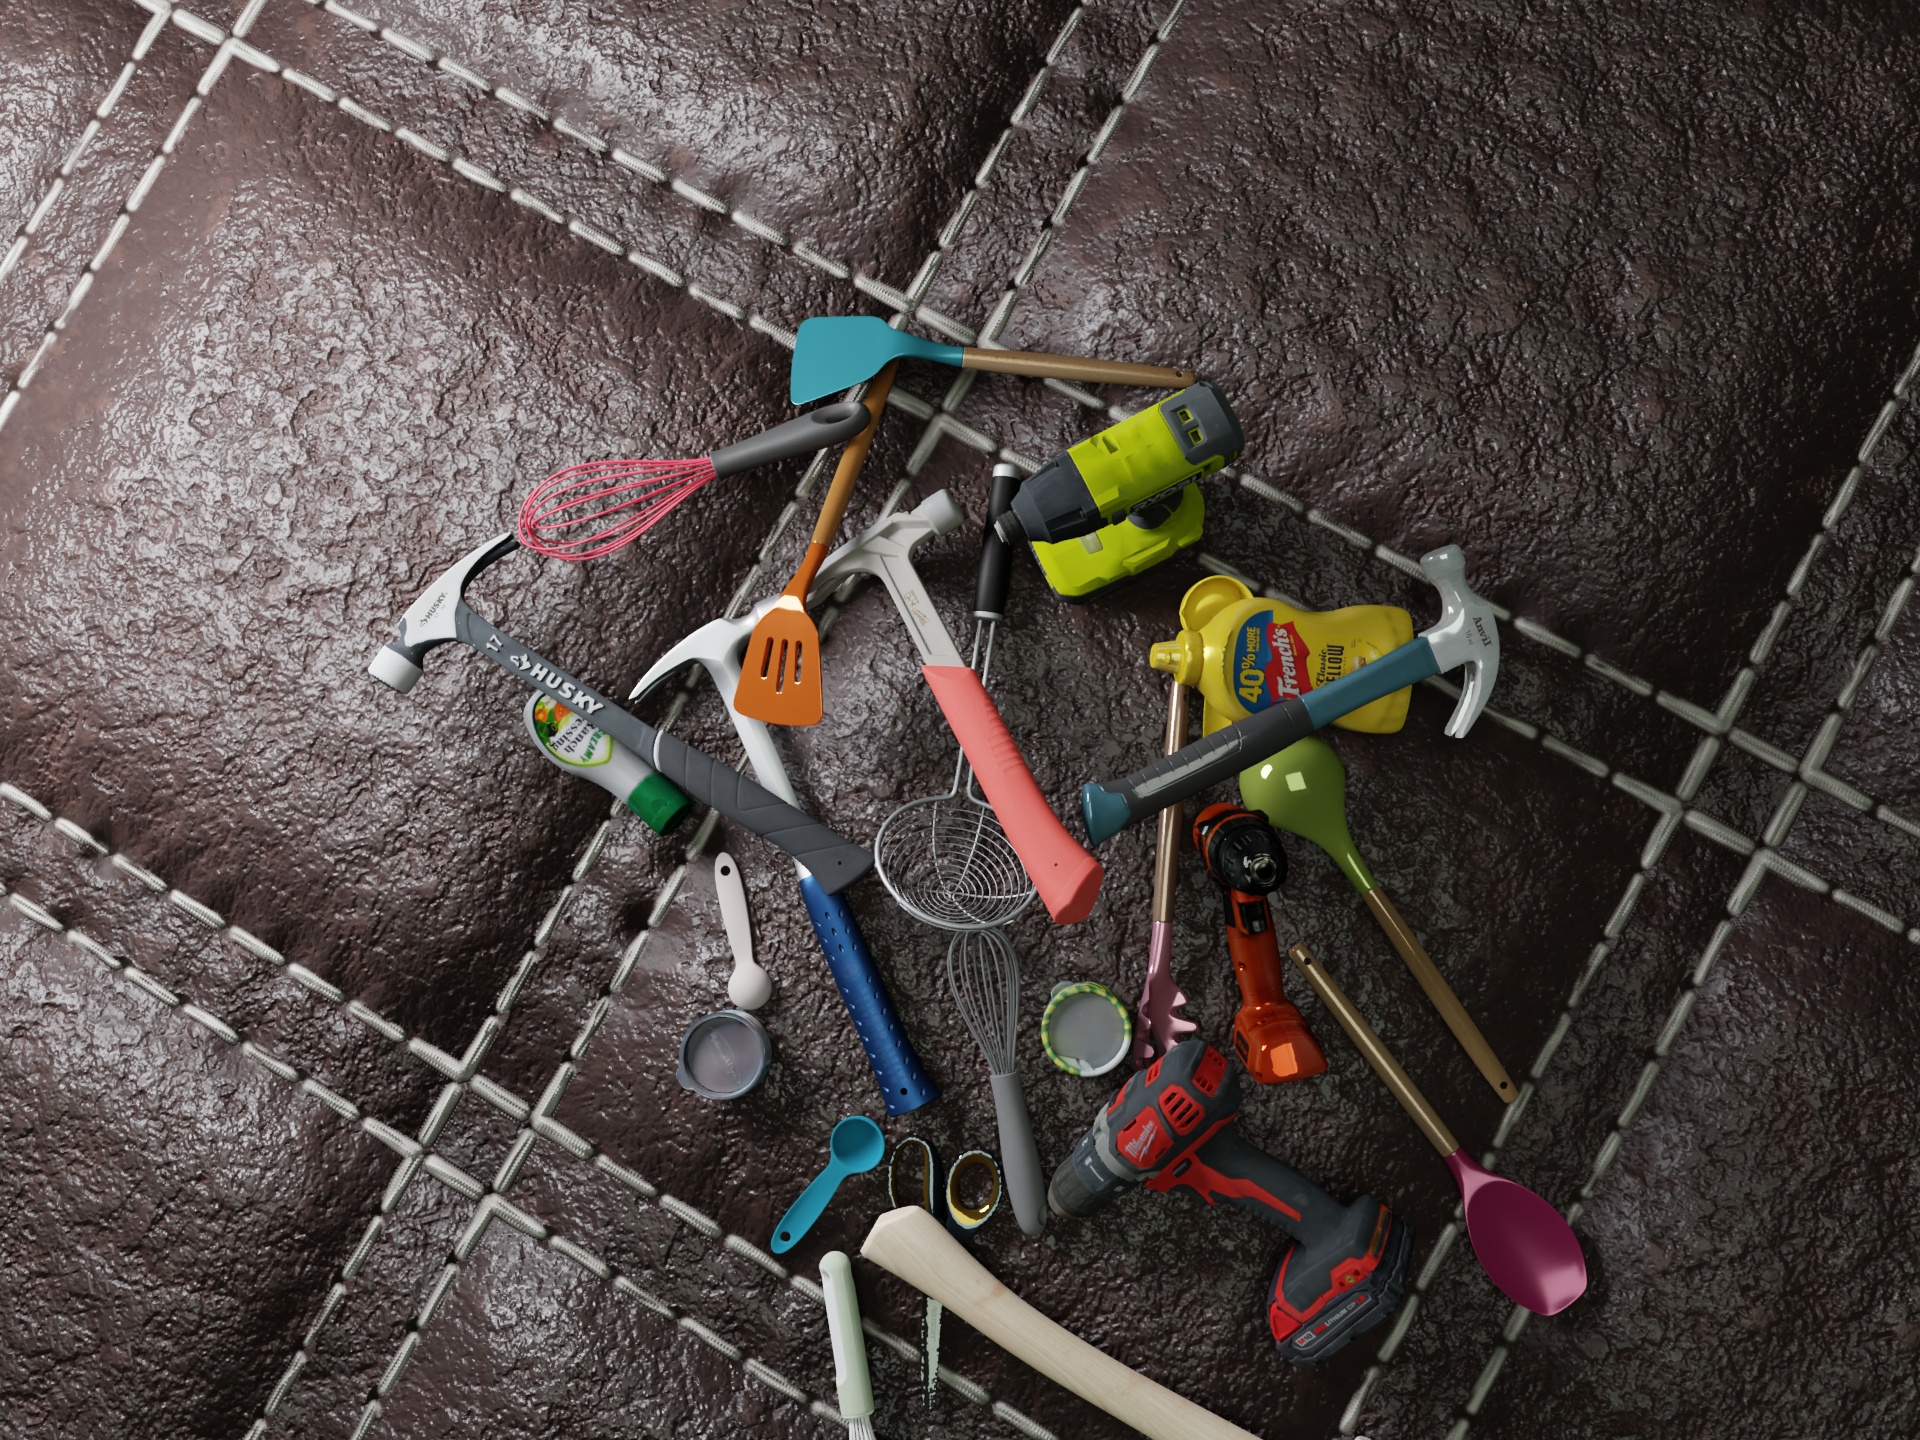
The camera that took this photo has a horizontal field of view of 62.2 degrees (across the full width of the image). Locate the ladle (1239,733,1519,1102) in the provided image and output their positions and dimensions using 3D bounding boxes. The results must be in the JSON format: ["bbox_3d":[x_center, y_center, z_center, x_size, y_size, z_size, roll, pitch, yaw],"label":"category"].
[{"bbox_3d":[0.317,0.146,1.186,0.078,0.062,0.320,-34,88,3],"label":"ladle"}]

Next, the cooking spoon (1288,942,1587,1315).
[{"bbox_3d":[0.345,0.296,1.172,0.069,0.017,0.319,-37,82,-1],"label":"cooking spoon"}]

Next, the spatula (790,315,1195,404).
[{"bbox_3d":[0.026,-0.278,1.253,0.317,0.044,0.082,5,65,-4],"label":"spatula"}]

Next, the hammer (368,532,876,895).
[{"bbox_3d":[-0.241,0.008,1.208,0.409,0.036,0.149,32,80,5],"label":"hammer"}]

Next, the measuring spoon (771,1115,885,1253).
[{"bbox_3d":[-0.102,0.353,1.208,0.042,0.021,0.128,38,97,9],"label":"measuring spoon"}]

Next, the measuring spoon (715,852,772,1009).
[{"bbox_3d":[-0.174,0.163,1.232,0.034,0.018,0.124,-14,82,3],"label":"measuring spoon"}]

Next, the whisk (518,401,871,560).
[{"bbox_3d":[-0.210,-0.192,1.247,0.296,0.073,0.073,-18,82,6],"label":"whisk"}]

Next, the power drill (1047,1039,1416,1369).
[{"bbox_3d":[0.185,0.350,1.129,0.227,0.080,0.187,40,123,3],"label":"power drill"}]

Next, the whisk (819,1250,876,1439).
[{"bbox_3d":[-0.075,0.518,1.170,0.059,0.058,0.246,-4,77,-30],"label":"whisk"}]

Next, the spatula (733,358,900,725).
[{"bbox_3d":[-0.098,-0.150,1.231,0.081,0.041,0.323,8,68,27],"label":"spatula"}]

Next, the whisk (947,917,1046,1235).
[{"bbox_3d":[0.033,0.266,1.189,0.055,0.055,0.239,-11,86,4],"label":"whisk"}]

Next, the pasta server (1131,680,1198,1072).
[{"bbox_3d":[0.160,0.125,1.198,0.040,0.060,0.316,-4,77,48],"label":"pasta server"}]

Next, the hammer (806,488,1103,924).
[{"bbox_3d":[-0.002,-0.004,1.155,0.149,0.036,0.359,-33,59,10],"label":"hammer"}]

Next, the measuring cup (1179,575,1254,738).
[{"bbox_3d":[0.196,-0.033,1.224,0.062,0.029,0.156,0,95,-3],"label":"measuring cup"}]

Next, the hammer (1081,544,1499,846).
[{"bbox_3d":[0.234,0.000,1.139,0.331,0.033,0.128,-26,96,-3],"label":"hammer"}]

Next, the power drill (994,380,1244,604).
[{"bbox_3d":[0.108,-0.154,1.141,0.171,0.223,0.080,-27,82,1],"label":"power drill"}]

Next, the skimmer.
[{"bbox_3d":[0.017,-0.024,1.200,0.127,0.090,0.363,8,83,-4],"label":"skimmer"}]

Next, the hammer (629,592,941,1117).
[{"bbox_3d":[-0.122,0.111,1.225,0.144,0.035,0.405,-24,82,1],"label":"hammer"}]

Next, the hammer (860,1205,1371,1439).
[{"bbox_3d":[0.105,0.490,1.152,0.410,0.038,0.146,31,88,5],"label":"hammer"}]
